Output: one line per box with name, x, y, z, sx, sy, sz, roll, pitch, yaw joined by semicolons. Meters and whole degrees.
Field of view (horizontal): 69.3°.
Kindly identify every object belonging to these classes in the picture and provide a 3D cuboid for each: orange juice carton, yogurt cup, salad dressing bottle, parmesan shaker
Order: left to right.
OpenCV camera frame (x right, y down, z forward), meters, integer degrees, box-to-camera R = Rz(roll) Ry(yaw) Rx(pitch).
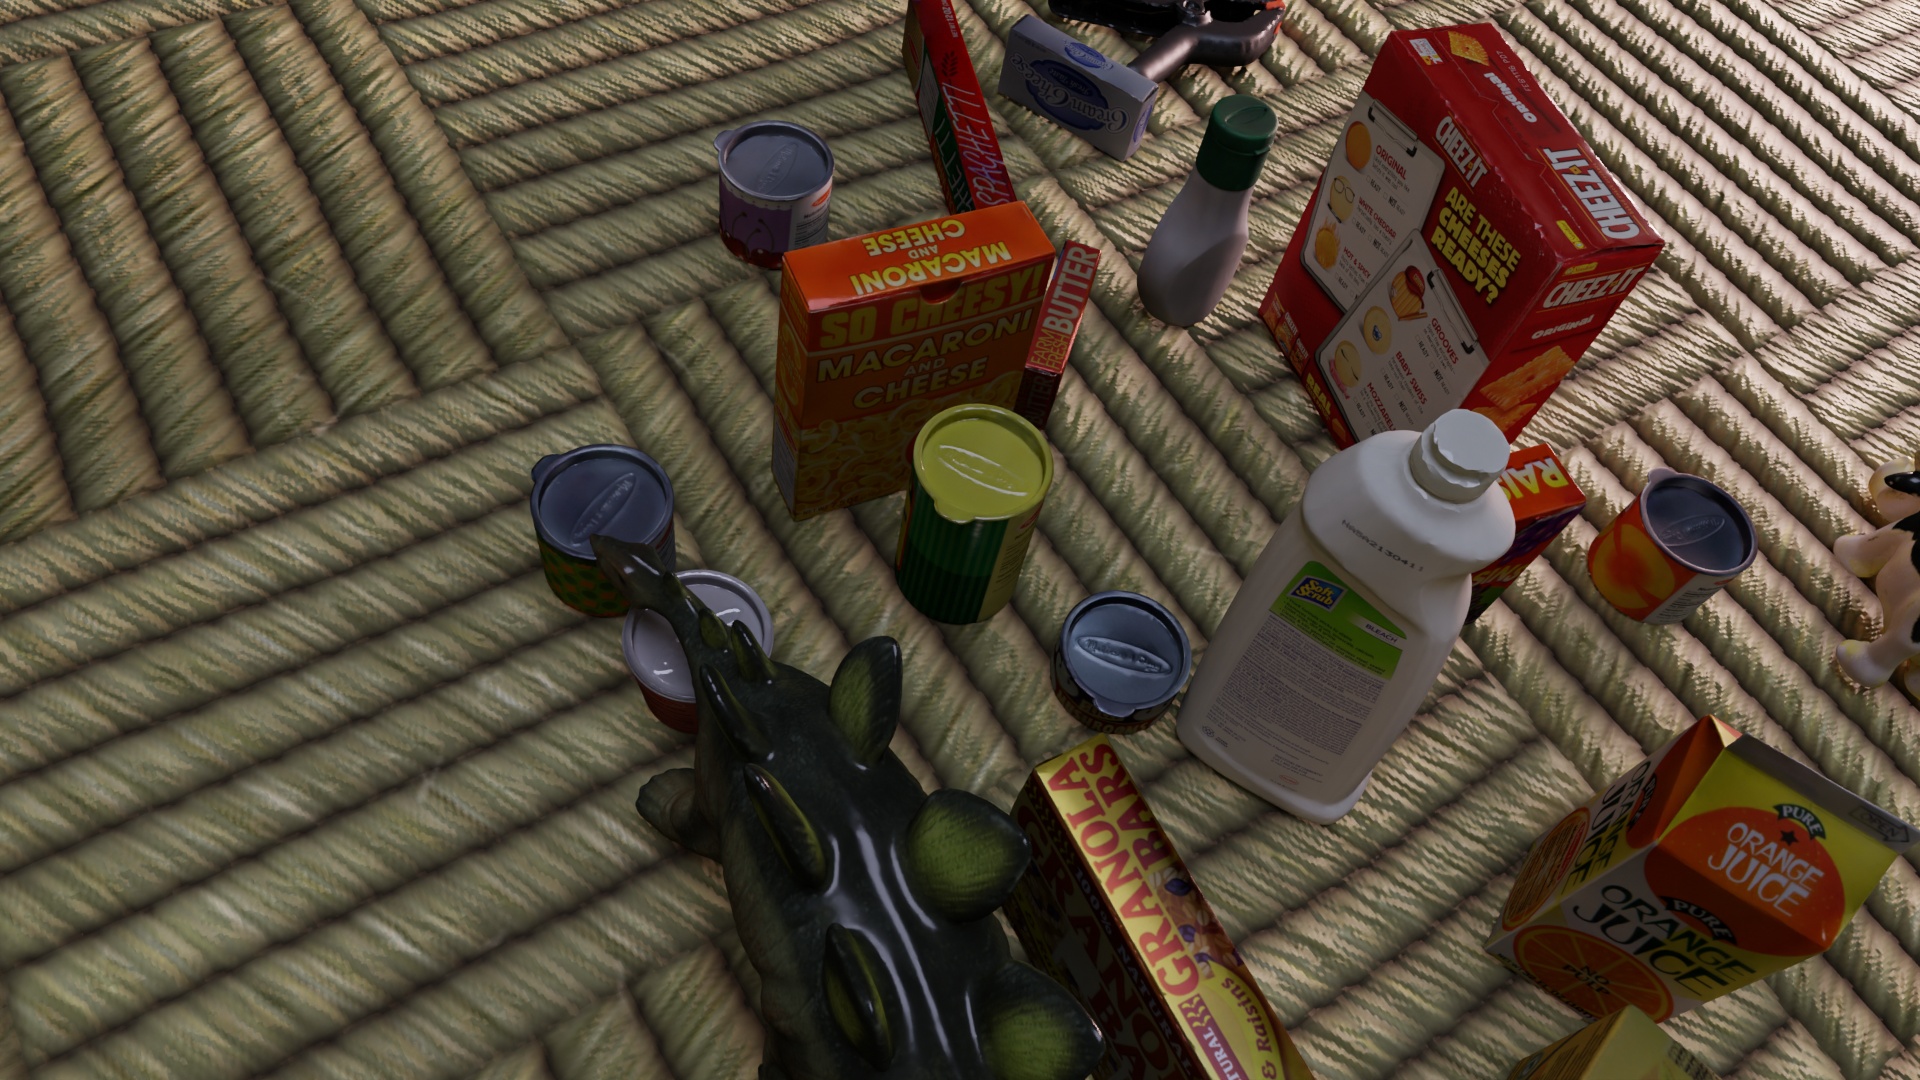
yogurt cup;-0.123;0.056;0.652;0.072;0.053;0.073;4;57;-7
parmesan shaker;0.002;-0.009;0.685;0.071;0.102;0.071;4;57;-7
salad dressing bottle;0.143;-0.187;0.798;0.064;0.147;0.044;-25;65;-23
orange juice carton;0.307;0.140;0.588;0.072;0.191;0.073;33;58;12

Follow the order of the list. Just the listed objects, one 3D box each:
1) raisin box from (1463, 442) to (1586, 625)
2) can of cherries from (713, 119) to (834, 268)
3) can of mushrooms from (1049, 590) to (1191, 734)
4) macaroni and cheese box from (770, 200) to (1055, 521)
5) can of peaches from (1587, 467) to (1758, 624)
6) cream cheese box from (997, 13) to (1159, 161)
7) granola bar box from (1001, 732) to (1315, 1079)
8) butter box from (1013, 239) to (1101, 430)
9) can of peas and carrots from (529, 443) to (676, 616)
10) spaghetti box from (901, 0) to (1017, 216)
raisin box;0.245;0.008;0.704;0.086;0.122;0.040;-14;61;-18
can of cherries;-0.112;-0.205;0.819;0.071;0.058;0.072;4;57;-7
can of mushrooms;0.078;0.063;0.694;0.071;0.033;0.071;4;57;-7
macaroni and cheese box;-0.028;-0.084;0.691;0.124;0.165;0.040;-17;62;-19
can of peaches;0.392;0.004;0.771;0.071;0.057;0.071;4;57;-7
cream cheese box;0.076;-0.298;0.915;0.104;0.053;0.024;33;58;12
granola bar box;0.071;0.178;0.563;0.039;0.123;0.166;-21;63;-21
butter box;0.054;-0.118;0.795;0.024;0.052;0.104;18;56;2
can of peas and carrots;-0.175;-0.005;0.679;0.071;0.058;0.071;4;57;-7
spaghetti box;0.002;-0.245;0.870;0.029;0.050;0.251;-6;59;-14
